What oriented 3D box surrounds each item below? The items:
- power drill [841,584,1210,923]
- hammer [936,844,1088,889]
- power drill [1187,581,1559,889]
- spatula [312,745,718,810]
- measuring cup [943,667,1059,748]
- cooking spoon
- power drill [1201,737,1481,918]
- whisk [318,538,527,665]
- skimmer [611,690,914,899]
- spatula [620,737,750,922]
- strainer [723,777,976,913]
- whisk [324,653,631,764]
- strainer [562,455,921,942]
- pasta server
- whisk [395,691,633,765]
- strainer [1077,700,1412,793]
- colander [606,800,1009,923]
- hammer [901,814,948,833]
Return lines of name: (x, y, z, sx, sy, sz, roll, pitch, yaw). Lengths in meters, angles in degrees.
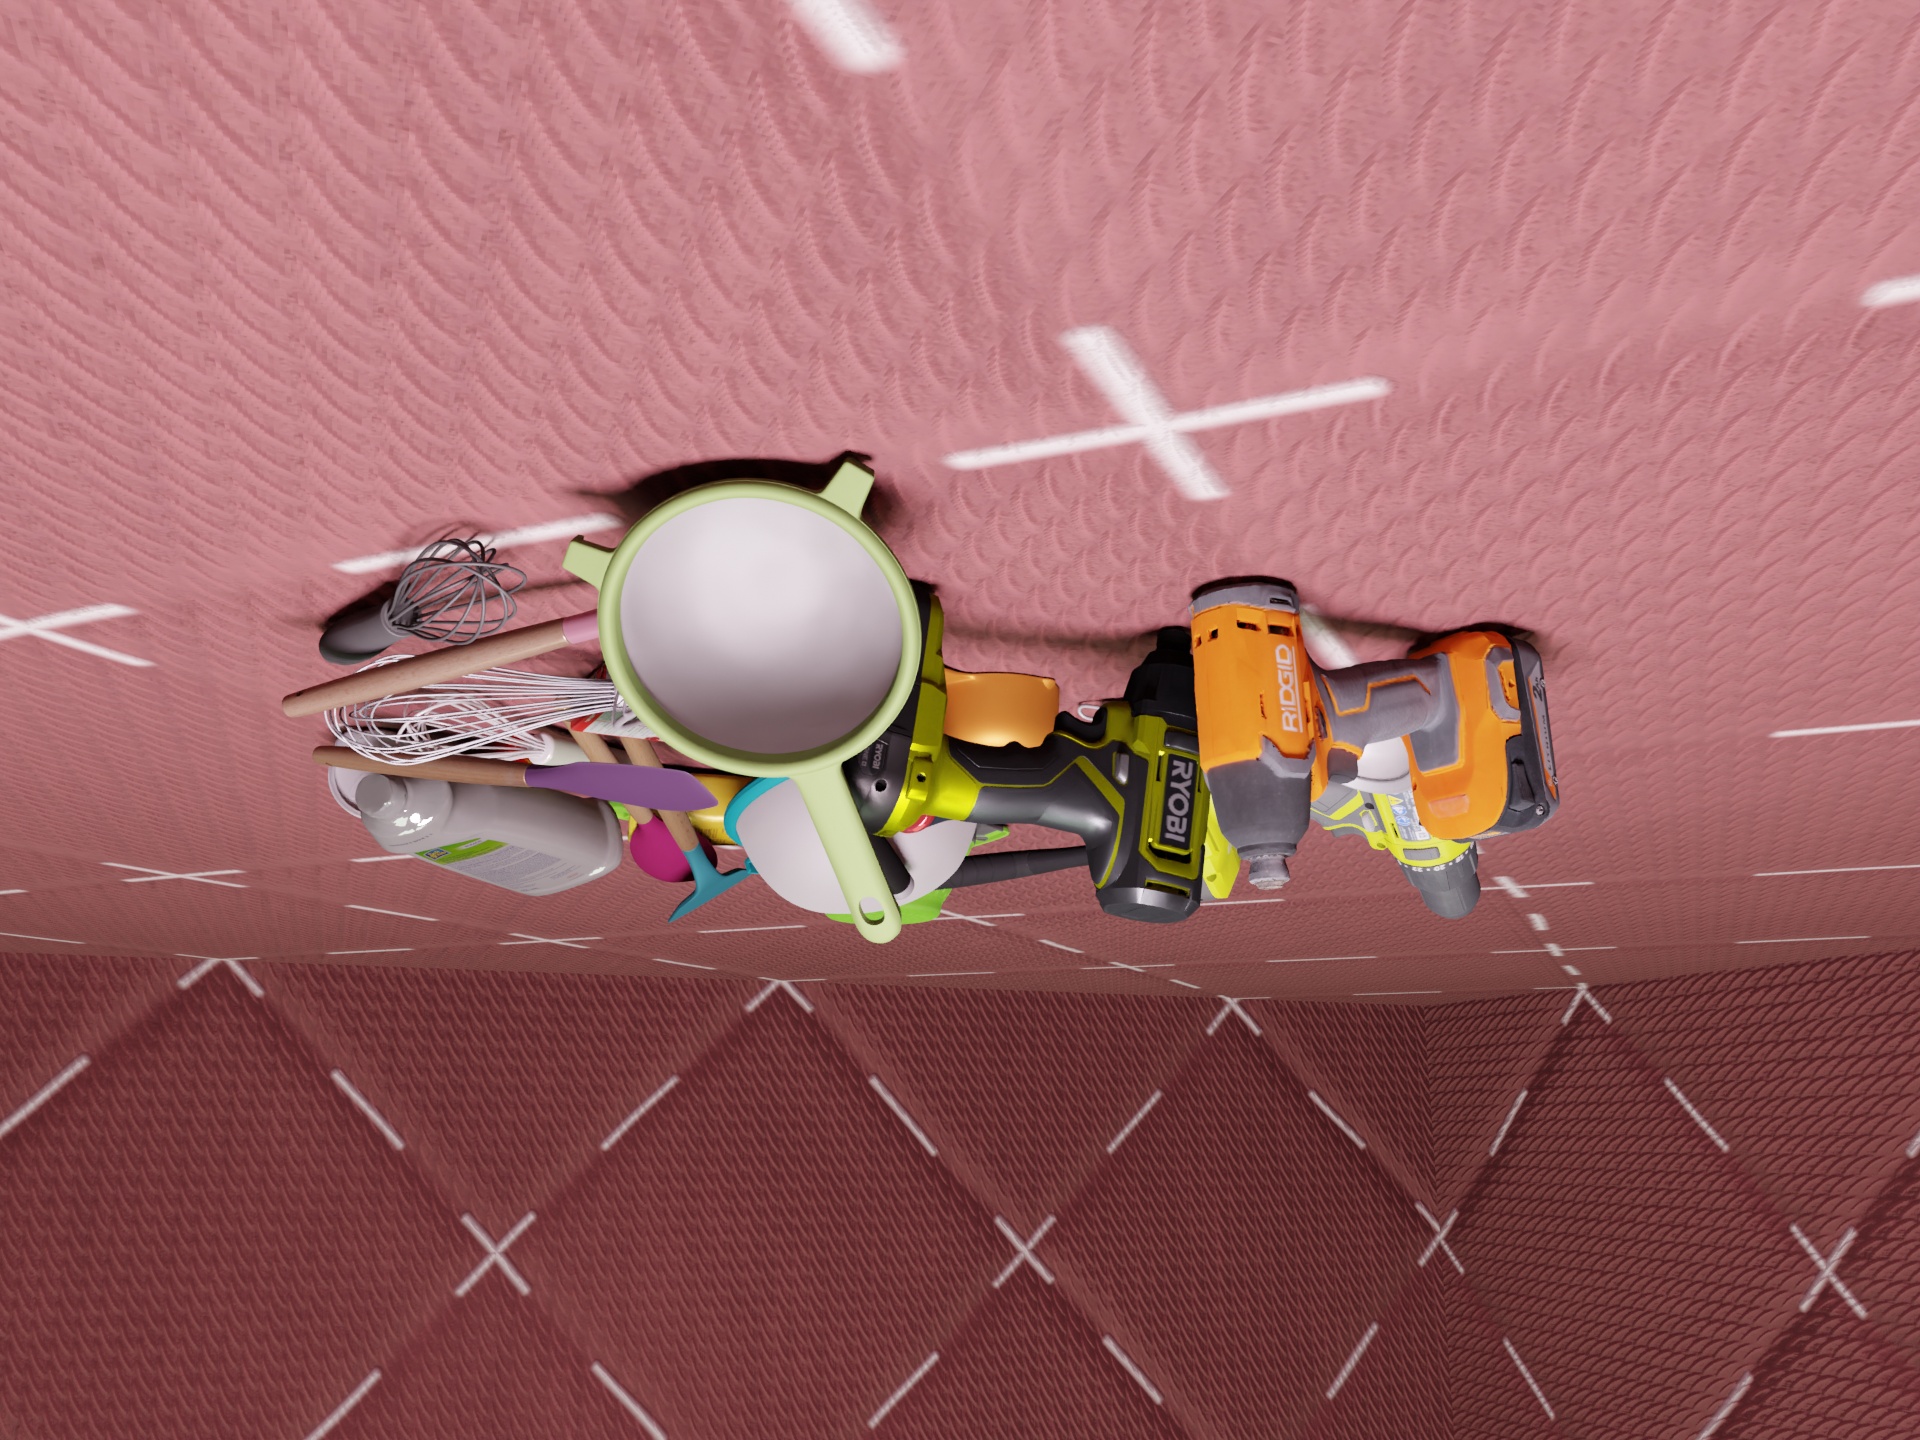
power drill: (0.039, 0.009, 0.897, 0.223, 0.171, 0.080, 14, 161, -18)
hammer: (0.083, 0.122, 1.404, 0.335, 0.035, 0.146, -9, 178, 8)
power drill: (0.231, 0.017, 0.901, 0.226, 0.164, 0.084, 6, 164, -29)
spatula: (-0.292, 0.034, 1.012, 0.316, 0.018, 0.059, 4, 151, 25)
measuring cup: (-0.002, -0.003, 1.036, 0.095, 0.052, 0.173, -10, 164, 35)
cooking spoon: (-0.251, 0.063, 1.220, 0.069, 0.017, 0.318, -7, 151, 4)
power drill: (0.256, 0.074, 1.154, 0.228, 0.080, 0.190, -6, 130, 30)
whisk: (-0.301, -0.057, 0.864, 0.055, 0.055, 0.239, 12, 166, -38)
skimmer: (-0.095, 0.046, 1.001, 0.127, 0.090, 0.362, -23, 141, 6)
spatula: (-0.222, 0.074, 1.223, 0.082, 0.044, 0.317, -30, 145, -13)
strainer: (-0.067, 0.070, 1.165, 0.211, 0.095, 0.340, -13, 159, -8)
whisk: (-0.237, -0.015, 0.974, 0.284, 0.070, 0.070, -5, 167, -18)
strainer: (-0.076, -0.008, 0.785, 0.151, 0.256, 0.069, -15, -154, 11)
pasta server: (-0.231, -0.036, 0.861, 0.316, 0.060, 0.040, -13, 122, 16)
whisk: (-0.310, 0.020, 1.149, 0.059, 0.058, 0.246, -42, 156, 14)
strainer: (0.198, 0.005, 1.053, 0.258, 0.050, 0.086, 7, 144, 25)
colander: (-0.145, 0.133, 1.477, 0.396, 0.094, 0.204, 8, 163, -28)
hammer: (0.056, 0.057, 1.151, 0.143, 0.038, 0.386, -4, 176, 22)
